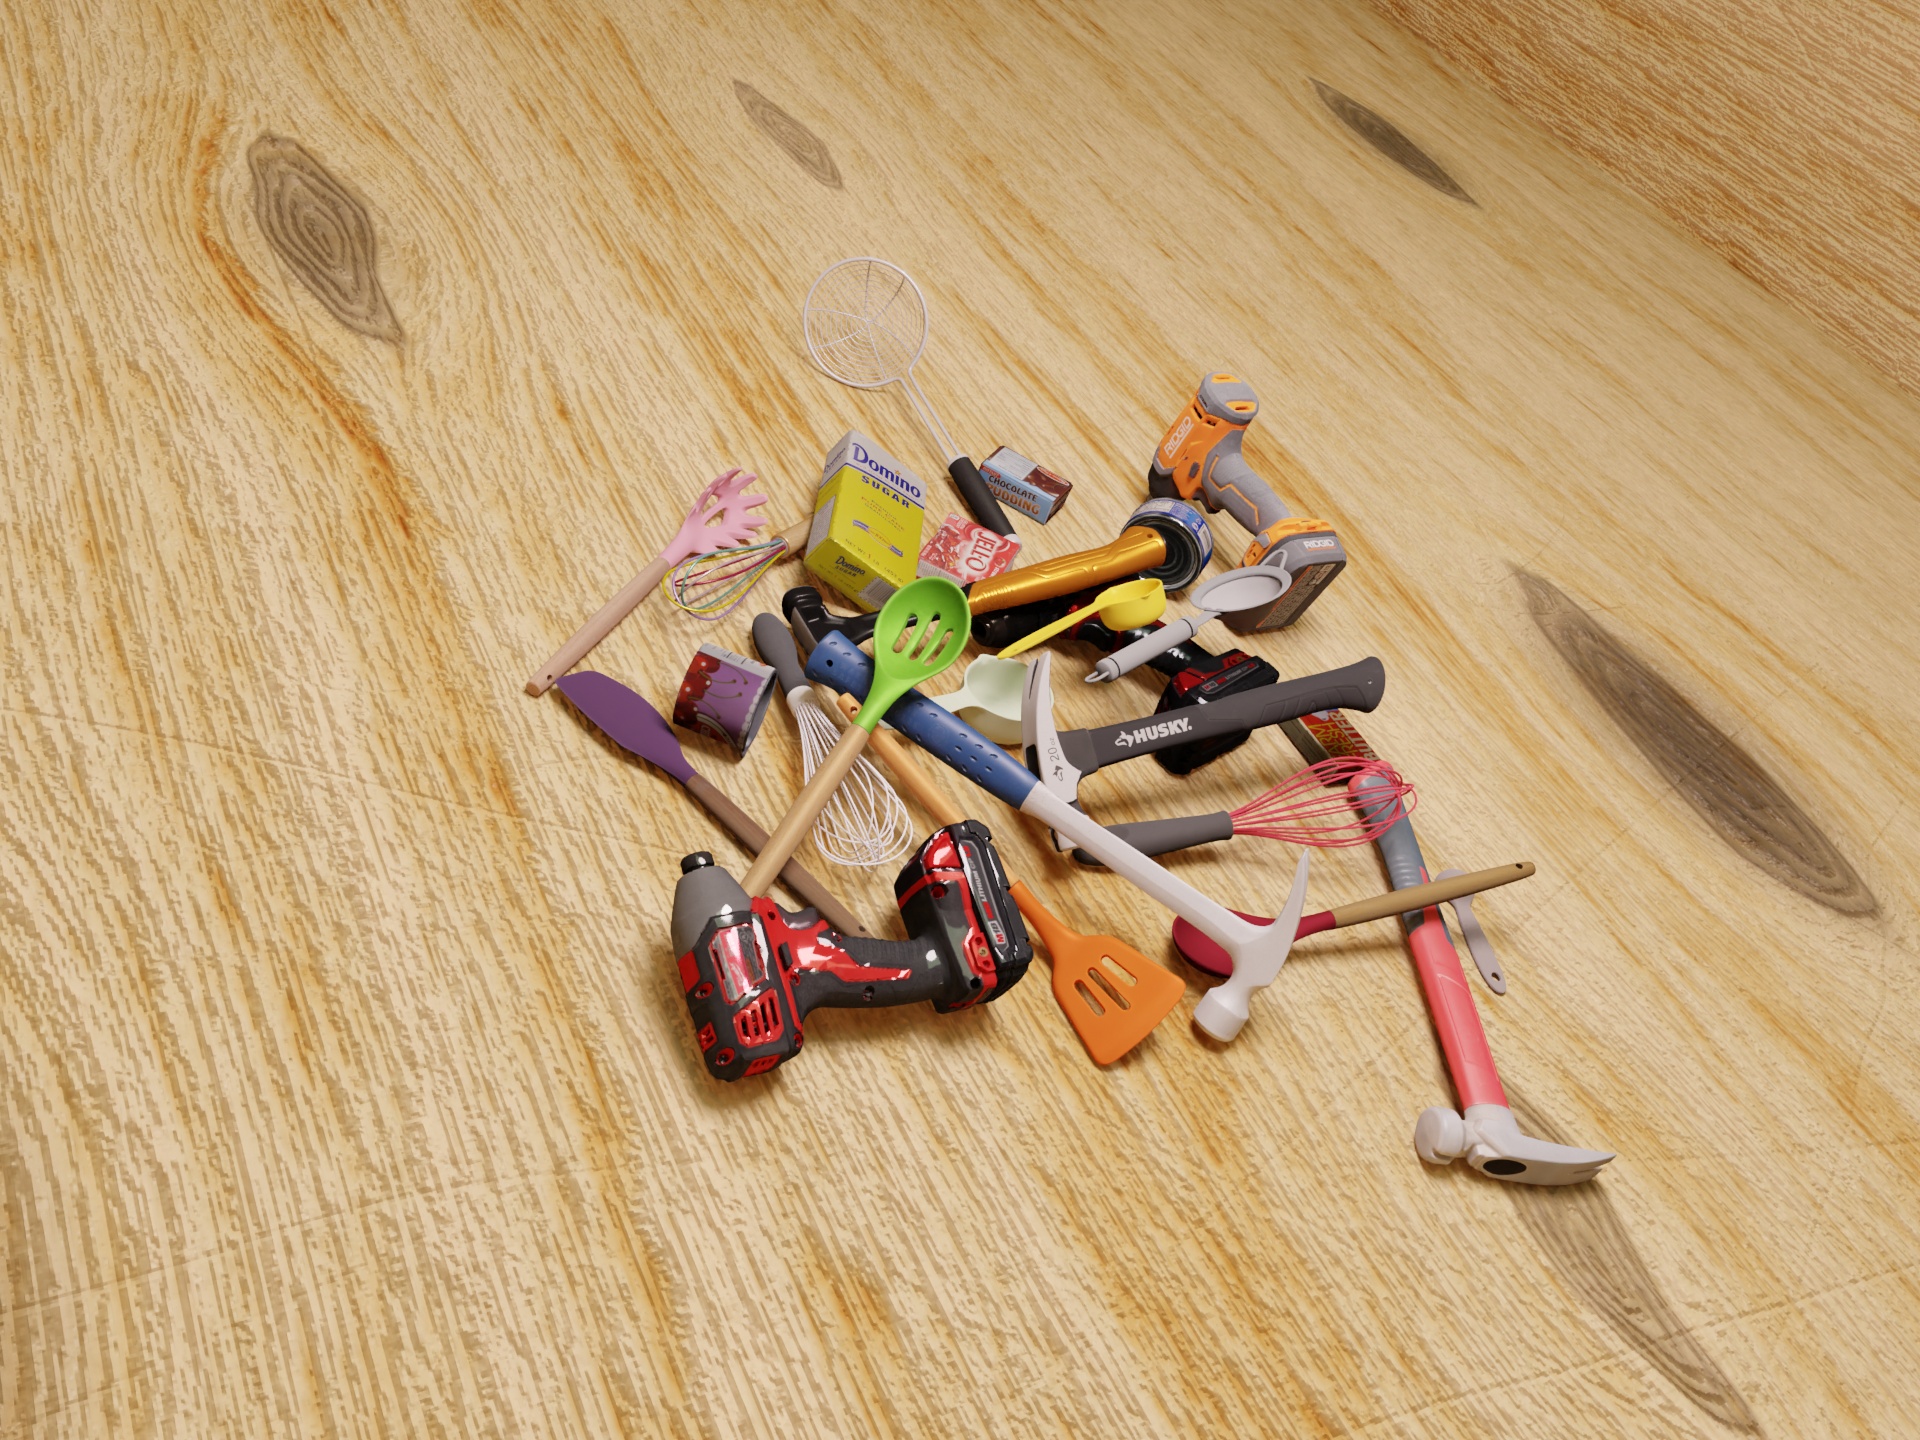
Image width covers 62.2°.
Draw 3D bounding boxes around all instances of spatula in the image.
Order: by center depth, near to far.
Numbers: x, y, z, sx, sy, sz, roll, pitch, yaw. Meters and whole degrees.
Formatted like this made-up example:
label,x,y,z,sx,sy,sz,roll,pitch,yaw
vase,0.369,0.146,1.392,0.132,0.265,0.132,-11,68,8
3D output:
label,x,y,z,sx,sy,sz,roll,pitch,yaw
spatula,0.021,0.098,1.118,0.081,0.041,0.323,-41,79,-7
spatula,-0.172,0.059,1.131,0.316,0.018,0.060,40,31,21

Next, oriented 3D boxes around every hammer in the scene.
label,x,y,z,sx,sy,sz,roll,pitch,yaw
hammer,0.062,0.055,1.142,0.405,0.144,0.035,34,13,13
hammer,0.380,0.179,1.233,0.143,0.038,0.387,12,41,-14
hammer,0.197,-0.006,1.247,0.334,0.035,0.146,-13,83,-25
hammer,0.030,-0.100,1.308,0.337,0.034,0.127,-18,49,-23

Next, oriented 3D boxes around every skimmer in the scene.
label,x,y,z,sx,sy,sz,roll,pitch,yaw
skimmer,-0.041,-0.303,1.538,0.364,0.127,0.090,61,11,31

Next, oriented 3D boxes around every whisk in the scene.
label,x,y,z,sx,sy,sz,roll,pitch,yaw
whisk,-0.107,0.007,1.193,0.070,0.070,0.285,-2,41,-27
whisk,0.225,0.079,1.245,0.295,0.073,0.073,-9,48,-16
whisk,-0.167,-0.142,1.335,0.047,0.051,0.245,12,28,26

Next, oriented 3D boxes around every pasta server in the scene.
label,x,y,z,sx,sy,sz,roll,pitch,yaw
pasta server,-0.247,-0.113,1.273,0.040,0.060,0.316,-8,30,31

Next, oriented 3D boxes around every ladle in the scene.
label,x,y,z,sx,sy,sz,roll,pitch,yaw
ladle,0.302,0.143,1.202,0.315,0.031,0.069,-11,47,-18

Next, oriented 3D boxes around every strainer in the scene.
label,x,y,z,sx,sy,sz,roll,pitch,yaw
strainer,0.191,-0.077,1.314,0.258,0.050,0.087,-27,26,-35

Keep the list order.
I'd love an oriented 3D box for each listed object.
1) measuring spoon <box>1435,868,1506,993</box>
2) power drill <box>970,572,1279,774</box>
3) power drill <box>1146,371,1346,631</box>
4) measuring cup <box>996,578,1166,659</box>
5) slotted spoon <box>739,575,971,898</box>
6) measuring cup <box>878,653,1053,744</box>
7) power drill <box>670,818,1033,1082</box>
label,x,y,z,sx,sy,sz,roll,pitch,yaw
measuring spoon,0.416,0.166,1.279,0.034,0.018,0.124,8,42,-17
power drill,0.135,-0.056,1.357,0.188,0.080,0.227,-23,55,-41
power drill,0.259,-0.198,1.528,0.084,0.164,0.227,-8,61,-32
measuring cup,0.100,-0.073,1.296,0.156,0.029,0.062,-27,19,-17
slotted spoon,-0.085,0.026,1.105,0.070,0.031,0.314,24,65,18
measuring cup,-0.002,-0.004,1.265,0.167,0.038,0.083,-15,52,-34
power drill,-0.076,0.137,1.022,0.219,0.078,0.143,-10,67,-29
